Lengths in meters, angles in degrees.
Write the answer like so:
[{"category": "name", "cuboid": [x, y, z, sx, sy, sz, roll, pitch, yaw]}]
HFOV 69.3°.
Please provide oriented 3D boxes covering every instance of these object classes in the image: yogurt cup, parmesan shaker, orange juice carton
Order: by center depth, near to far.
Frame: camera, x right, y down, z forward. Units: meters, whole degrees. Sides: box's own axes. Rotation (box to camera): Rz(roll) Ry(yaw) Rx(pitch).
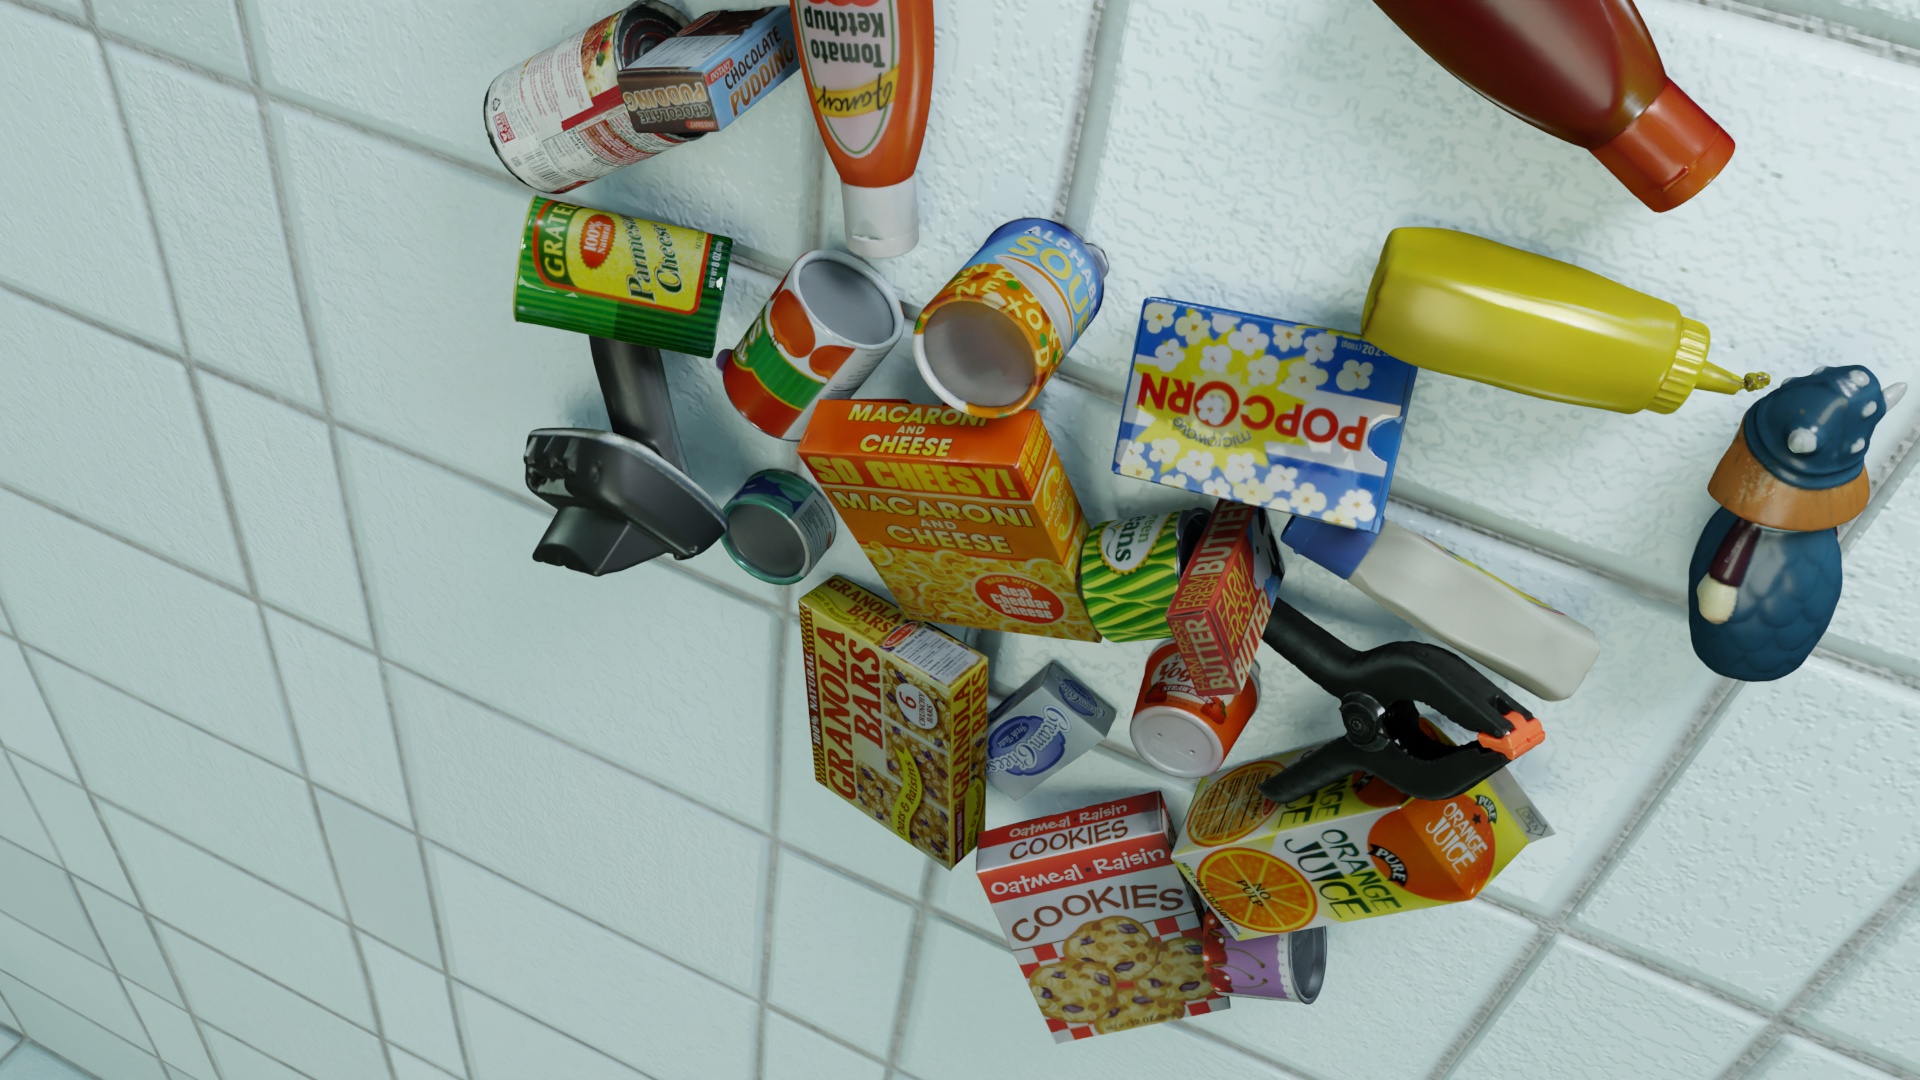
[{"category": "parmesan shaker", "cuboid": [-0.176, -0.140, 0.732, 0.103, 0.072, 0.071, 9, 134, -12]}, {"category": "orange juice carton", "cuboid": [0.219, 0.157, 0.768, 0.192, 0.073, 0.071, -25, 110, 39]}, {"category": "yogurt cup", "cuboid": [0.129, 0.096, 0.782, 0.072, 0.054, 0.072, 16, 132, 18]}]

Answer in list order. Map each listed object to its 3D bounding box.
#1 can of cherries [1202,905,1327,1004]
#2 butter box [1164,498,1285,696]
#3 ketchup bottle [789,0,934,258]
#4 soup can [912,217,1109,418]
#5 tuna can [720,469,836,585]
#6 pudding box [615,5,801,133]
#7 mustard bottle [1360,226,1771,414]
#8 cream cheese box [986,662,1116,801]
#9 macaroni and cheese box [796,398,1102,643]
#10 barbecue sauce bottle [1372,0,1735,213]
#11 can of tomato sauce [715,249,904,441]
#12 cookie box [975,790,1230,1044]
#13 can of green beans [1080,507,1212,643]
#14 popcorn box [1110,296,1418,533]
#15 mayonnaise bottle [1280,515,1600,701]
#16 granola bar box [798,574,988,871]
[{"category": "can of cherries", "cuboid": [0.189, 0.249, 0.865, 0.058, 0.072, 0.071, -6, 122, 33]}, {"category": "butter box", "cuboid": [0.133, 0.025, 0.689, 0.024, 0.104, 0.053, -7, 121, 32]}, {"category": "ketchup bottle", "cuboid": [-0.042, -0.206, 0.644, 0.065, 0.044, 0.148, 12, 131, 20]}, {"category": "soup can", "cuboid": [0.026, -0.107, 0.657, 0.071, 0.084, 0.071, 15, 130, 18]}, {"category": "tuna can", "cuboid": [-0.115, -0.008, 0.848, 0.071, 0.033, 0.070, 15, 131, 18]}, {"category": "pudding box", "cuboid": [-0.114, -0.219, 0.645, 0.049, 0.084, 0.030, 6, 130, 24]}, {"category": "mustard bottle", "cuboid": [0.248, -0.084, 0.569, 0.160, 0.066, 0.048, 19, 128, 9]}, {"category": "cream cheese box", "cuboid": [0.046, 0.121, 0.868, 0.053, 0.024, 0.103, 39, 134, -6]}, {"category": "macaroni and cheese box", "cuboid": [0.003, -0.009, 0.741, 0.124, 0.040, 0.165, 5, 148, 25]}, {"category": "barbecue sauce bottle", "cuboid": [0.221, -0.184, 0.516, 0.148, 0.044, 0.064, 41, 134, -6]}, {"category": "can of tomato sauce", "cuboid": [-0.079, -0.103, 0.730, 0.071, 0.071, 0.082, 41, 133, -6]}, {"category": "cookie box", "cuboid": [0.094, 0.247, 0.905, 0.123, 0.040, 0.166, -16, 118, 12]}, {"category": "can of green beans", "cuboid": [0.103, 0.019, 0.726, 0.057, 0.071, 0.071, -8, 121, 34]}, {"category": "popcorn box", "cuboid": [0.140, -0.060, 0.641, 0.127, 0.038, 0.085, 14, 103, 19]}, {"category": "mayonnaise bottle", "cuboid": [0.227, 0.023, 0.667, 0.148, 0.065, 0.041, 31, 97, 8]}, {"category": "granola bar box", "cuboid": [-0.041, 0.116, 0.882, 0.124, 0.039, 0.164, 27, 135, 30]}]
